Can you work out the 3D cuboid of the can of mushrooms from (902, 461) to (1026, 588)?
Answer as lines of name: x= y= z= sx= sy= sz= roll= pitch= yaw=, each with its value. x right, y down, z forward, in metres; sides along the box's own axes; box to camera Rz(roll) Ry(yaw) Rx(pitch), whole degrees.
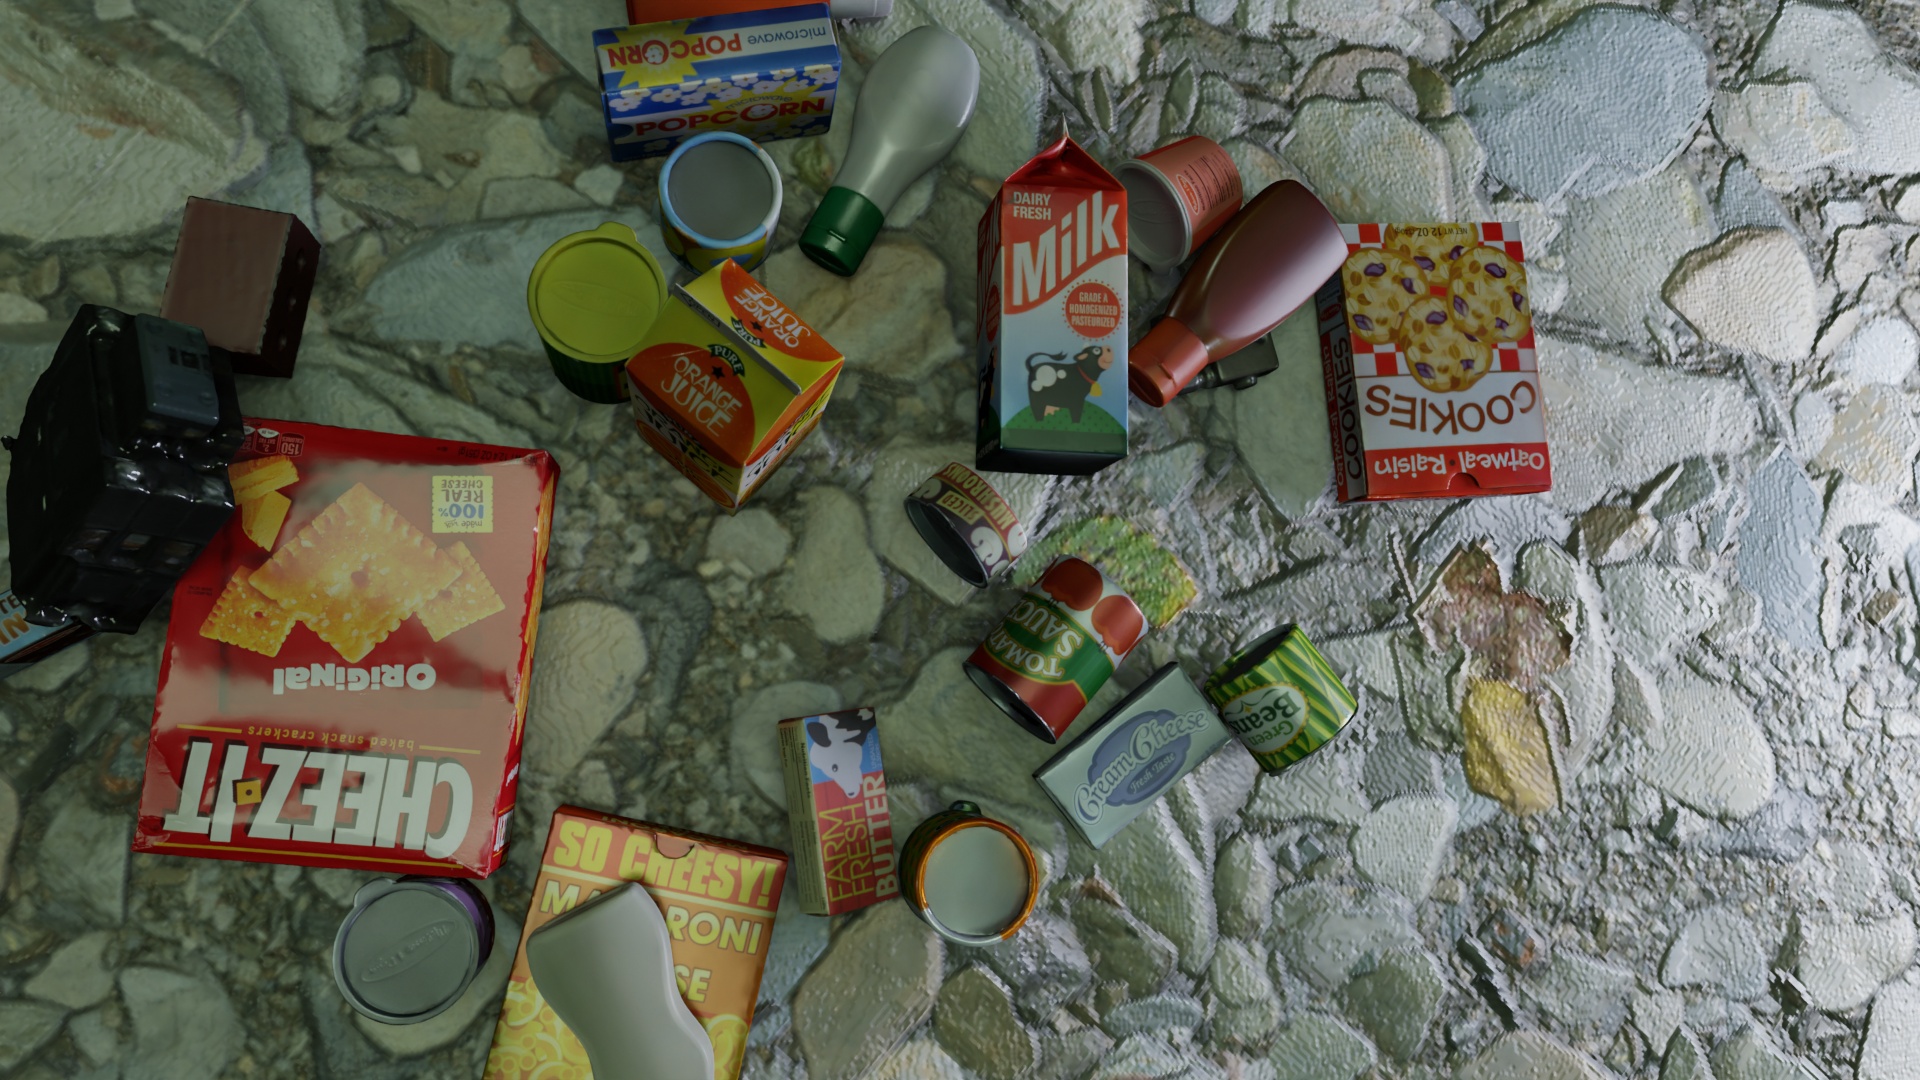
can of mushrooms: x=0.003 y=-0.010 z=0.758 sx=0.033 sy=0.071 sz=0.071 roll=-42 pitch=92 yaw=-15

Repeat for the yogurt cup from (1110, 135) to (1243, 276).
yogurt cup: x=0.127 y=-0.201 z=0.812 sx=0.054 sy=0.072 sz=0.072 roll=-33 pitch=90 yaw=-21

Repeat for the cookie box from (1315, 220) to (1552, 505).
cookie box: x=0.284 y=-0.107 z=0.841 sx=0.123 sy=0.040 sz=0.167 roll=-3 pitch=83 yaw=-11

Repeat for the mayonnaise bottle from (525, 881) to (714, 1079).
mayonnaise bottle: x=-0.152 y=0.244 z=0.668 sx=0.065 sy=0.041 sz=0.148 roll=-25 pitch=90 yaw=-12

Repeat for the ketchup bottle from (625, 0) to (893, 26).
ketchup bottle: x=-0.114 y=-0.312 z=0.789 sx=0.149 sy=0.043 sz=0.064 roll=-9 pitch=86 yaw=-12

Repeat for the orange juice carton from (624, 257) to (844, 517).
orange juice carton: x=-0.112 y=-0.074 z=0.681 sx=0.072 sy=0.192 sz=0.073 roll=41 pitch=77 yaw=-3

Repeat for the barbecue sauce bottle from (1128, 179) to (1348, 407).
barbecue sauce bottle: x=0.153 y=-0.138 z=0.794 sx=0.149 sy=0.043 sz=0.065 roll=-44 pitch=104 yaw=-12

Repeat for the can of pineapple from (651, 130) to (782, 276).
can of pineapple: x=-0.134 y=-0.183 z=0.760 sx=0.071 sy=0.058 sz=0.071 roll=1 pitch=83 yaw=-11

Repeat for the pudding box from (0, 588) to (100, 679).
pudding box: x=-0.463 y=0.047 z=0.670 sx=0.084 sy=0.049 sz=0.030 roll=-28 pitch=91 yaw=-12

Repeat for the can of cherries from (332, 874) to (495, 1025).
can of cherries: x=-0.268 y=0.196 z=0.684 sx=0.071 sy=0.058 sz=0.071 roll=1 pitch=83 yaw=-10

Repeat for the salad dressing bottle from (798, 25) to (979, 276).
salad dressing bottle: x=-0.042 y=-0.221 z=0.792 sx=0.064 sy=0.044 sz=0.148 roll=30 pitch=79 yaw=-8

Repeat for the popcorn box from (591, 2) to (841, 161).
popcorn box: x=-0.132 y=-0.248 z=0.756 sx=0.127 sy=0.085 sz=0.038 roll=-12 pitch=84 yaw=-12

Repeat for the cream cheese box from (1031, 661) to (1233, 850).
cream cheese box: x=0.096 y=0.120 z=0.778 sx=0.104 sy=0.024 sz=0.053 roll=-38 pitch=91 yaw=-7

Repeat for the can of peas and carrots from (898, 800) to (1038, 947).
can of peas and carrots: x=0.004 y=0.176 z=0.740 sx=0.071 sy=0.058 sz=0.071 roll=1 pitch=83 yaw=-11

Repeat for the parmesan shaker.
parmesan shaker: x=-0.183 y=-0.115 z=0.719 sx=0.071 sy=0.103 sz=0.071 roll=1 pitch=83 yaw=-11

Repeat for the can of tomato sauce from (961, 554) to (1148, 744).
can of tomato sauce: x=0.052 y=0.058 z=0.759 sx=0.071 sy=0.071 sz=0.083 roll=43 pitch=77 yaw=-3

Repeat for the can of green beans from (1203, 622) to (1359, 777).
can of green beans: x=0.179 y=0.088 z=0.781 sx=0.071 sy=0.071 sz=0.058 roll=-37 pitch=91 yaw=-13

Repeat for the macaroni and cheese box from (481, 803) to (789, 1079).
macaroni and cheese box: x=-0.166 y=0.230 z=0.708 sx=0.124 sy=0.040 sz=0.166 roll=14 pitch=80 yaw=-10

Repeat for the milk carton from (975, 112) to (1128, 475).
milk carton: x=0.050 y=-0.137 z=0.783 sx=0.073 sy=0.072 sz=0.190 roll=2 pitch=82 yaw=-10

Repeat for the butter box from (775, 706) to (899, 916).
butter box: x=-0.065 y=0.143 z=0.736 sx=0.053 sy=0.024 sz=0.103 roll=-2 pitch=81 yaw=-46
